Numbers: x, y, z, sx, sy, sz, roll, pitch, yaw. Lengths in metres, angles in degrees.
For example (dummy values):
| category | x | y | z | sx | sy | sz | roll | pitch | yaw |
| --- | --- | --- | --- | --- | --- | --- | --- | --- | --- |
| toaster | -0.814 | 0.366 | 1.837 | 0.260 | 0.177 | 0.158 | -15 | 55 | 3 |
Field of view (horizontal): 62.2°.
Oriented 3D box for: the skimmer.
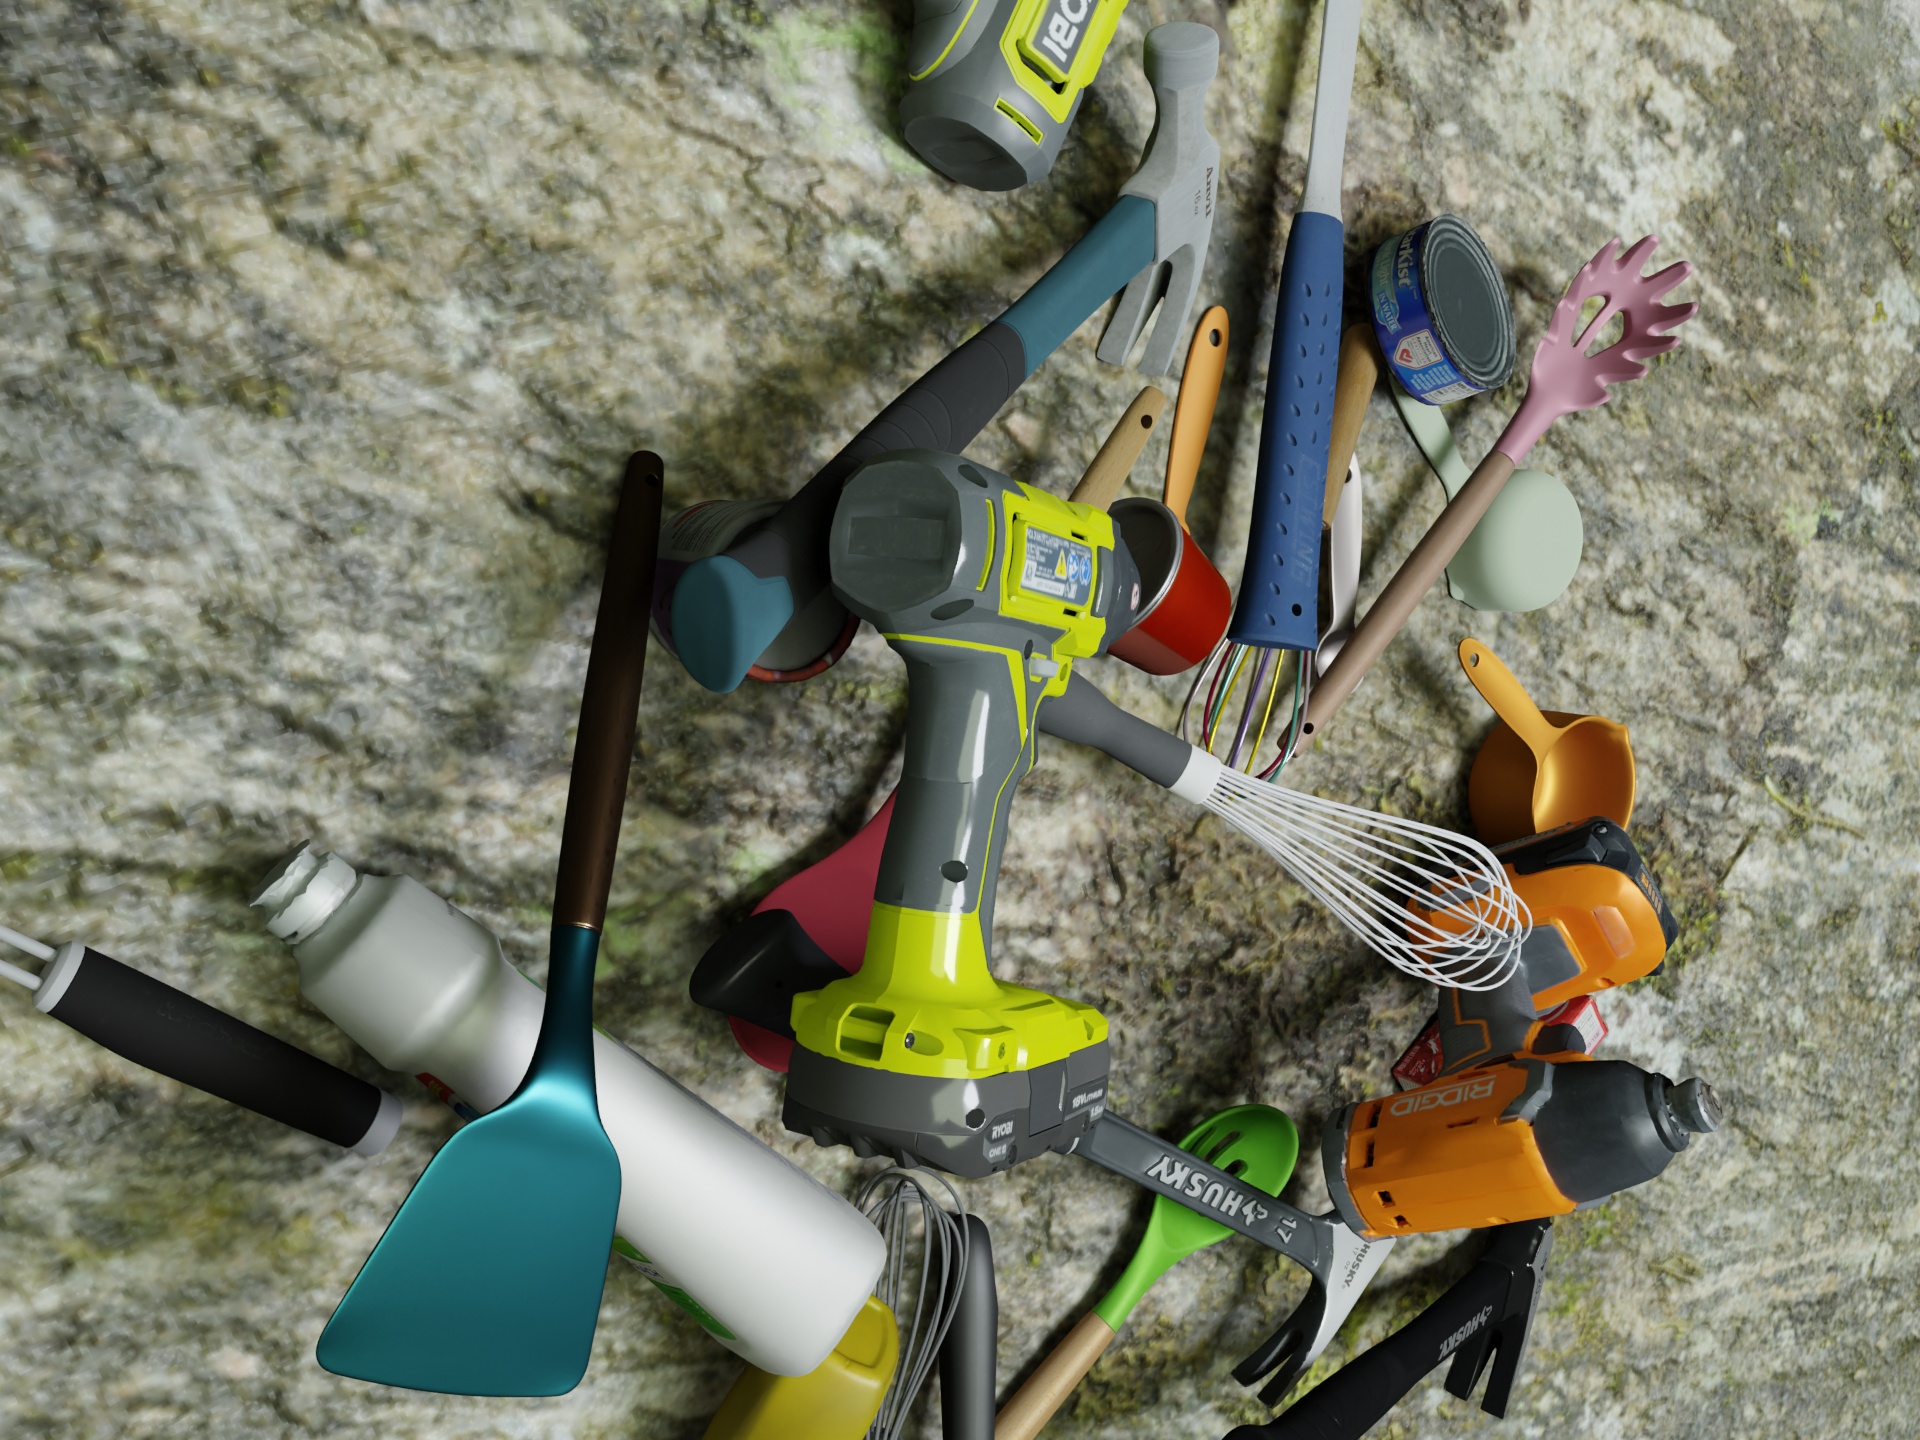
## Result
| category | x | y | z | sx | sy | sz | roll | pitch | yaw |
| --- | --- | --- | --- | --- | --- | --- | --- | --- | --- |
| skimmer | -0.296 | 0.038 | 0.440 | 0.363 | 0.090 | 0.127 | 39 | 44 | -33 |

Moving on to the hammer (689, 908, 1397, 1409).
| category | x | y | z | sx | sy | sz | roll | pitch | yaw |
| --- | --- | --- | --- | --- | --- | --- | --- | --- | --- |
| hammer | 0.055 | 0.182 | 0.686 | 0.408 | 0.036 | 0.149 | 33 | 84 | -32 |

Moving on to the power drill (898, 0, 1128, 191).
| category | x | y | z | sx | sy | sz | roll | pitch | yaw |
| --- | --- | --- | --- | --- | --- | --- | --- | --- | --- |
| power drill | -0.019 | -0.333 | 0.574 | 0.228 | 0.080 | 0.190 | 27 | 84 | -36 |

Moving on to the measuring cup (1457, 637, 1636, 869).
| category | x | y | z | sx | sy | sz | roll | pitch | yaw |
| --- | --- | --- | --- | --- | --- | --- | --- | --- | --- |
| measuring cup | 0.290 | 0.012 | 0.841 | 0.173 | 0.052 | 0.095 | 44 | 74 | -28 |

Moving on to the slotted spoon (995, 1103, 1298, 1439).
| category | x | y | z | sx | sy | sz | roll | pitch | yaw |
| --- | --- | --- | --- | --- | --- | --- | --- | --- | --- |
| slotted spoon | 0.048 | 0.299 | 0.741 | 0.314 | 0.031 | 0.070 | -45 | 118 | -17 |

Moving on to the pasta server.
| category | x | y | z | sx | sy | sz | roll | pitch | yaw |
| --- | --- | --- | --- | --- | --- | --- | --- | --- | --- |
| pasta server | 0.252 | -0.108 | 0.774 | 0.060 | 0.040 | 0.316 | 39 | 80 | -3 |

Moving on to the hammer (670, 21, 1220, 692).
| category | x | y | z | sx | sy | sz | roll | pitch | yaw |
| --- | --- | --- | --- | --- | --- | --- | --- | --- | --- |
| hammer | 0.009 | -0.129 | 0.584 | 0.331 | 0.033 | 0.128 | -49 | 149 | -33 |

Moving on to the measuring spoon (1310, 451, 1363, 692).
| category | x | y | z | sx | sy | sz | roll | pitch | yaw |
| --- | --- | --- | --- | --- | --- | --- | --- | --- | --- |
| measuring spoon | 0.184 | -0.073 | 0.784 | 0.034 | 0.018 | 0.124 | 3 | 88 | -31 |

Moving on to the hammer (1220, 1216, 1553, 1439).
| category | x | y | z | sx | sy | sz | roll | pitch | yaw |
| --- | --- | --- | --- | --- | --- | --- | --- | --- | --- |
| hammer | 0.217 | 0.326 | 0.793 | 0.334 | 0.035 | 0.146 | -4 | 105 | -50 |

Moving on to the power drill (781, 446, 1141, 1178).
| category | x | y | z | sx | sy | sz | roll | pitch | yaw |
| --- | --- | --- | --- | --- | --- | --- | --- | --- | --- |
| power drill | 0.012 | 0.031 | 0.556 | 0.171 | 0.080 | 0.223 | 7 | 90 | -61 |

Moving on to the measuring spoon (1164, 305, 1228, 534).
| category | x | y | z | sx | sy | sz | roll | pitch | yaw |
| --- | --- | --- | --- | --- | --- | --- | --- | --- | --- |
| measuring spoon | 0.108 | -0.131 | 0.723 | 0.021 | 0.011 | 0.117 | 12 | 90 | -34 |

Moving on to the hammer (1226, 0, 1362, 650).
| category | x | y | z | sx | sy | sz | roll | pitch | yaw |
| --- | --- | --- | --- | --- | --- | --- | --- | --- | --- |
| hammer | 0.167 | -0.233 | 0.713 | 0.144 | 0.035 | 0.405 | 8 | 88 | -34 |

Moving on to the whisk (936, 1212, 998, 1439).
| category | x | y | z | sx | sy | sz | roll | pitch | yaw |
| --- | --- | --- | --- | --- | --- | --- | --- | --- | --- |
| whisk | 0.005 | 0.364 | 0.679 | 0.073 | 0.073 | 0.296 | 5 | 79 | -33 |

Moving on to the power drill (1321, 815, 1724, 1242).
| category | x | y | z | sx | sy | sz | roll | pitch | yaw |
| --- | --- | --- | --- | --- | --- | --- | --- | --- | --- |
| power drill | 0.269 | 0.138 | 0.733 | 0.084 | 0.164 | 0.226 | 57 | 37 | -13 |

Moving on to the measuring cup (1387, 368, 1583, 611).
| category | x | y | z | sx | sy | sz | roll | pitch | yaw |
| --- | --- | --- | --- | --- | --- | --- | --- | --- | --- |
| measuring cup | 0.267 | -0.124 | 0.812 | 0.083 | 0.038 | 0.167 | -50 | 121 | -17 |

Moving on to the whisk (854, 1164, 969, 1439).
| category | x | y | z | sx | sy | sz | roll | pitch | yaw |
| --- | --- | --- | --- | --- | --- | --- | --- | --- | --- |
| whisk | -0.032 | 0.305 | 0.670 | 0.055 | 0.055 | 0.239 | 4 | 94 | -33 |

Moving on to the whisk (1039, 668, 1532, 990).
| category | x | y | z | sx | sy | sz | roll | pitch | yaw |
| --- | --- | --- | --- | --- | --- | --- | --- | --- | --- |
| whisk | 0.128 | 0.039 | 0.693 | 0.284 | 0.070 | 0.070 | 28 | 81 | -10 |

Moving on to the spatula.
| category | x | y | z | sx | sy | sz | roll | pitch | yaw |
| --- | --- | --- | --- | --- | --- | --- | --- | --- | --- |
| spatula | -0.128 | 0.047 | 0.518 | 0.082 | 0.044 | 0.318 | 23 | 57 | -33 |

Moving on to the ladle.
| category | x | y | z | sx | sy | sz | roll | pitch | yaw |
| --- | --- | --- | --- | --- | --- | --- | --- | --- | --- |
| ladle | -0.001 | -0.002 | 0.644 | 0.069 | 0.031 | 0.315 | 34 | 85 | -30 |

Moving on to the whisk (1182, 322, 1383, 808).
| category | x | y | z | sx | sy | sz | roll | pitch | yaw |
| --- | --- | --- | --- | --- | --- | --- | --- | --- | --- |
| whisk | 0.157 | -0.074 | 0.747 | 0.047 | 0.051 | 0.245 | 23 | 82 | -28 |
